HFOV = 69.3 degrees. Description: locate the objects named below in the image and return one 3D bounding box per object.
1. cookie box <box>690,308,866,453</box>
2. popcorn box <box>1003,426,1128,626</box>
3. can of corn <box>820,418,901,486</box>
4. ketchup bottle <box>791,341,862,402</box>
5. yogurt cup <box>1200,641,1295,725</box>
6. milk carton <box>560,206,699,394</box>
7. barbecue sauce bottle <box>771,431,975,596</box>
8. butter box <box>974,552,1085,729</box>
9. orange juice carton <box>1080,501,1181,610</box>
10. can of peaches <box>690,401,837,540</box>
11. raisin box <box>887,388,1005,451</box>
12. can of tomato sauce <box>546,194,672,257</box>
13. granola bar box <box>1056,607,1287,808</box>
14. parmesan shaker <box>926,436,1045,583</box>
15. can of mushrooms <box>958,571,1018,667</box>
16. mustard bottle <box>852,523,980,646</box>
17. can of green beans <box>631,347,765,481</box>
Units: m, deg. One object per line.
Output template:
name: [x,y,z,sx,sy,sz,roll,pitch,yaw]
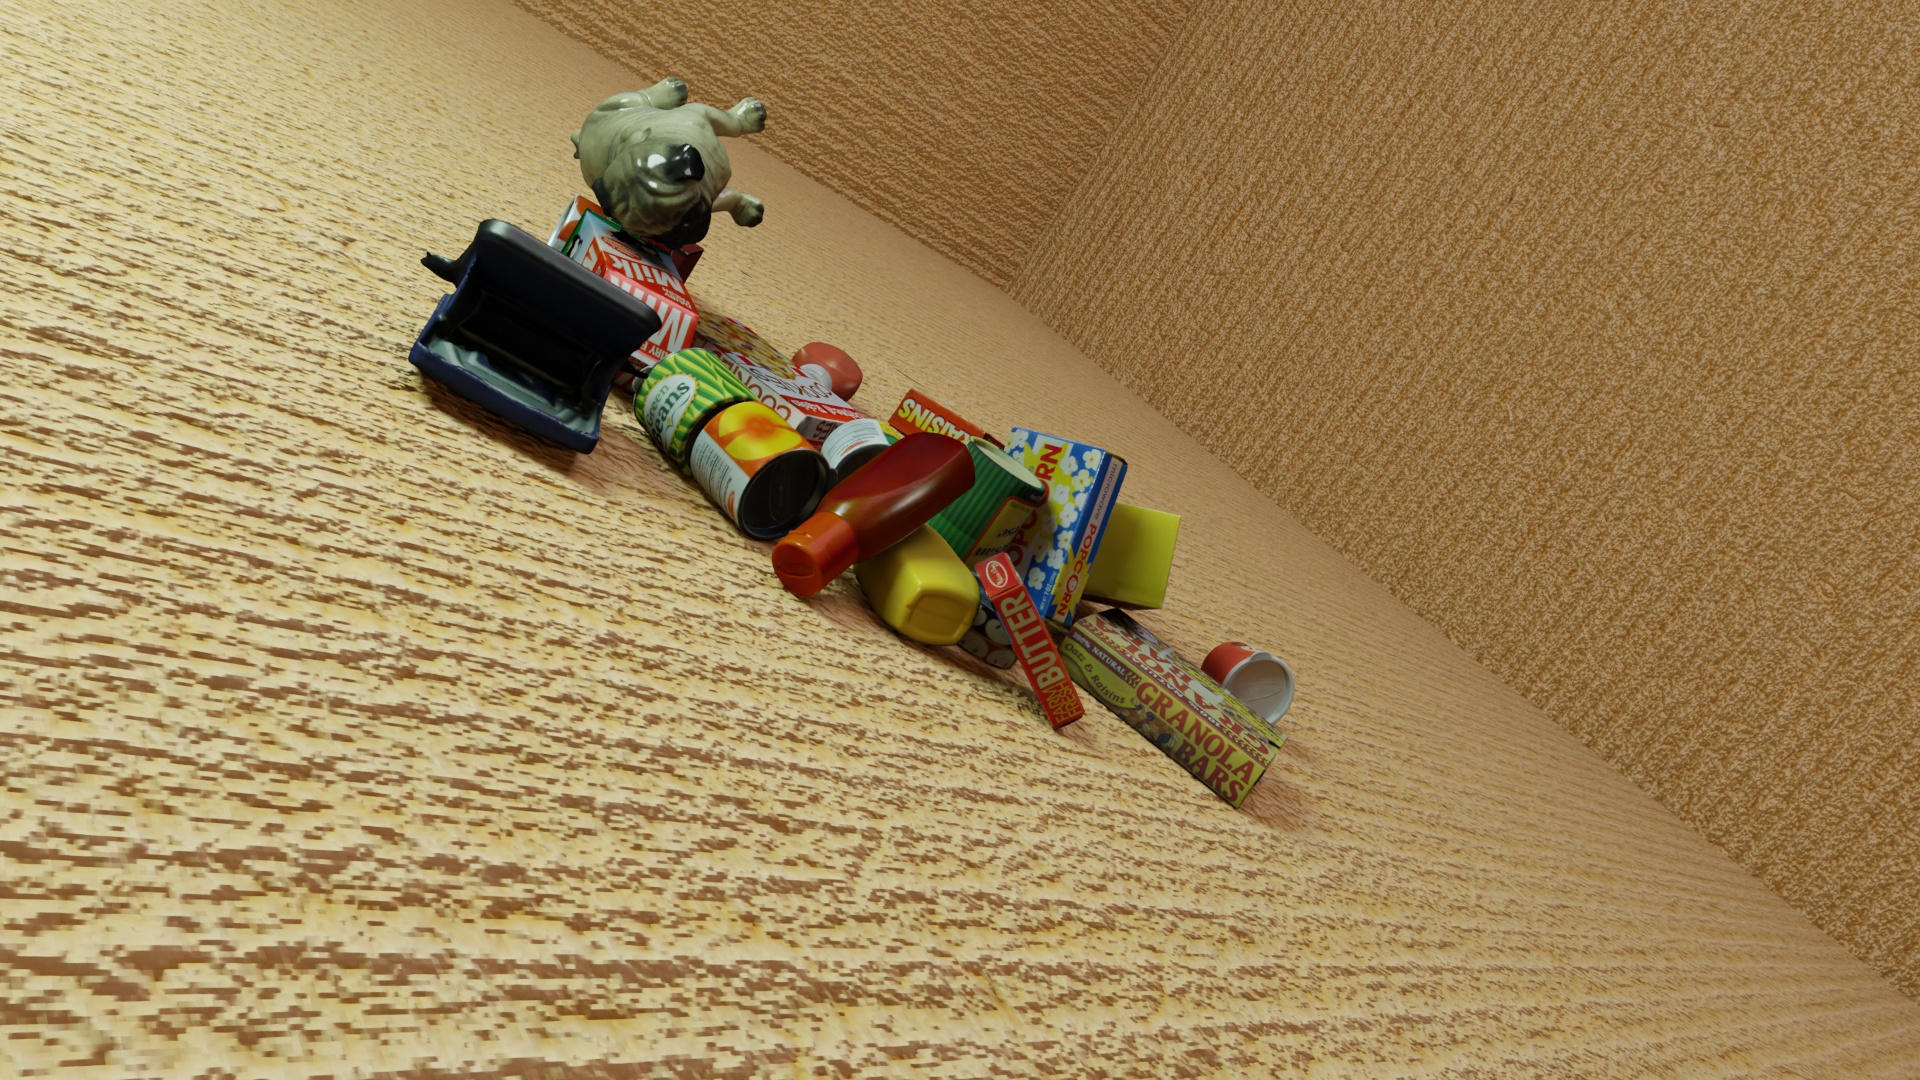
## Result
cookie box: [-0.159,-0.122,1.092,0.168,0.040,0.123,38,14,19]
popcorn box: [0.057,-0.011,0.991,0.085,0.126,0.038,18,-3,37]
can of corn: [-0.065,-0.046,0.999,0.071,0.071,0.058,29,14,-24]
ketchup bottle: [-0.126,-0.144,1.238,0.065,0.043,0.149,33,13,-4]
yogurt cup: [0.233,0.118,1.147,0.072,0.072,0.054,29,6,-23]
milk carton: [-0.237,-0.160,0.962,0.072,0.073,0.191,26,16,-31]
barbecue sauce bottle: [-0.054,-0.017,0.835,0.065,0.043,0.149,4,29,34]
butter box: [0.043,0.062,0.860,0.103,0.024,0.053,64,1,-22]
orange juice carton: [0.118,0.014,1.110,0.072,0.073,0.192,13,-4,-1]
can of peaches: [-0.120,-0.043,0.844,0.058,0.071,0.071,42,15,33]
raisin box: [0.005,-0.075,1.161,0.086,0.040,0.123,34,2,28]
can of tomato sauce: [-0.281,-0.226,1.101,0.083,0.071,0.071,28,14,-24]
granola bar box: [0.155,0.116,1.011,0.166,0.039,0.124,38,14,15]
parmesan shaker: [0.003,-0.012,0.956,0.071,0.103,0.071,33,13,-9]
can of mushrooms: [0.019,0.053,0.919,0.071,0.033,0.071,32,13,-8]
mustard bottle: [-0.040,0.009,0.895,0.065,0.048,0.161,20,18,-30]
can of green beans: [-0.162,-0.078,0.871,0.058,0.071,0.071,44,16,34]
